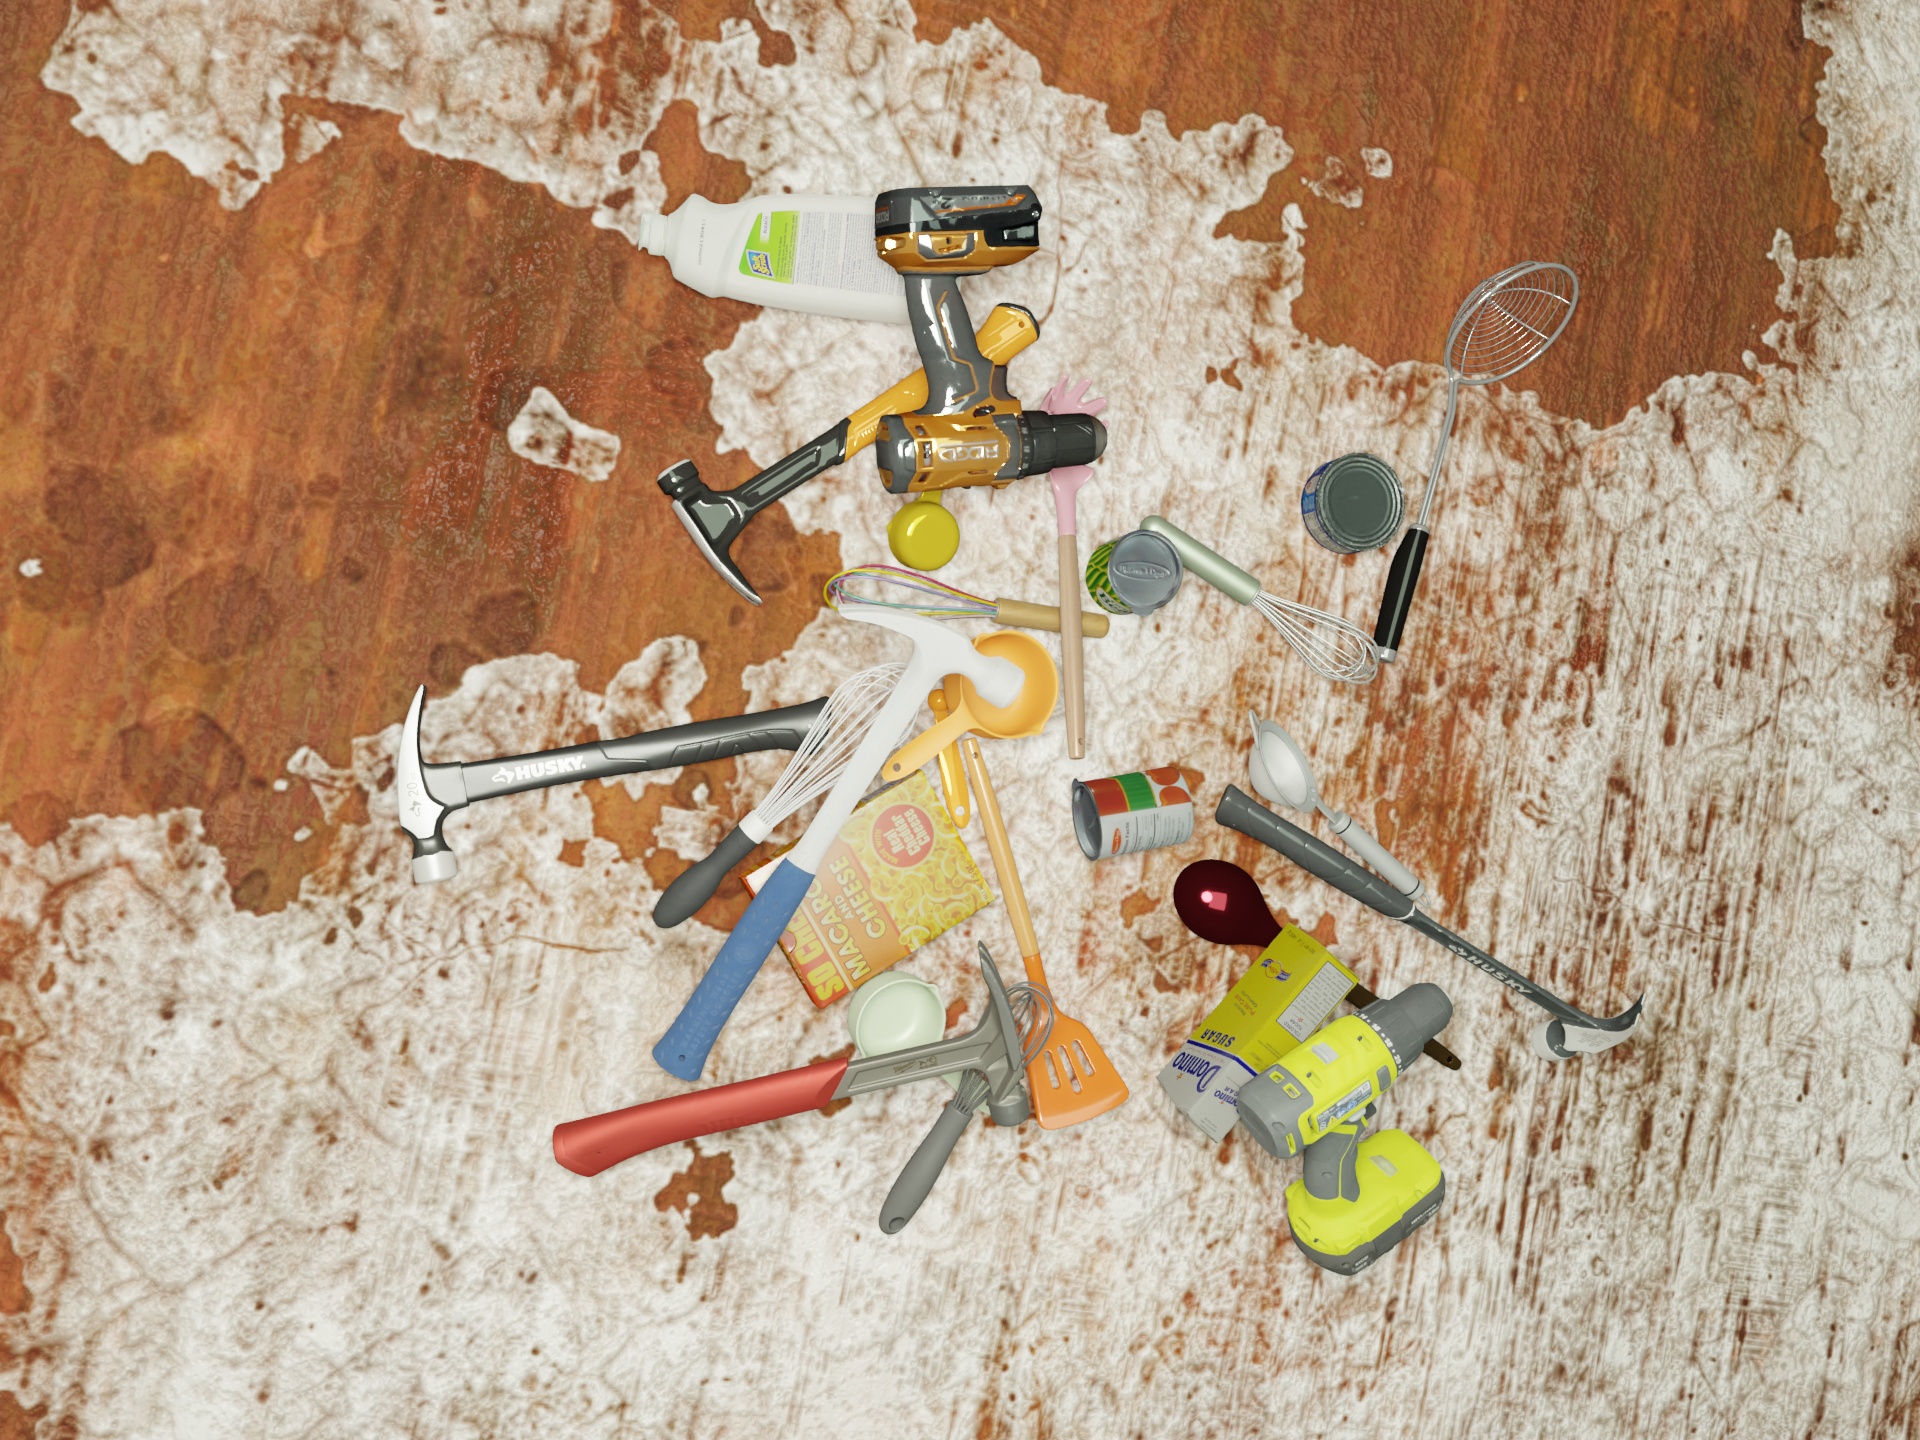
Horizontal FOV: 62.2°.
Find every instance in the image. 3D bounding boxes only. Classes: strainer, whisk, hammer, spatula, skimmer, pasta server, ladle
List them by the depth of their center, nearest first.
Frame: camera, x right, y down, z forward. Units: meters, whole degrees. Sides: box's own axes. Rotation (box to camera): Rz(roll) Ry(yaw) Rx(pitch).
[{"bbox_3d":[-0.119,0.097,1.195,0.144,0.035,0.405,31,101,-12],"label":"hammer"},{"bbox_3d":[-0.132,0.274,1.204,0.359,0.037,0.149,-13,110,0],"label":"hammer"},{"bbox_3d":[-0.262,0.022,1.227,0.334,0.035,0.146,-10,92,-15],"label":"hammer"},{"bbox_3d":[-0.136,0.059,1.229,0.284,0.070,0.070,-44,99,3],"label":"whisk"},{"bbox_3d":[0.002,0.311,1.268,0.055,0.055,0.239,30,96,-12],"label":"whisk"},{"bbox_3d":[-0.071,-0.231,1.282,0.337,0.034,0.127,-35,97,-13],"label":"hammer"},{"bbox_3d":[0.092,-0.126,1.298,0.060,0.040,0.316,4,78,-29],"label":"pasta server"},{"bbox_3d":[0.006,-0.092,1.301,0.245,0.051,0.047,7,108,-18],"label":"whisk"},{"bbox_3d":[0.054,0.169,1.302,0.081,0.041,0.322,-17,92,-13],"label":"spatula"},{"bbox_3d":[0.392,0.171,1.356,0.409,0.149,0.036,32,65,-5],"label":"hammer"},{"bbox_3d":[0.257,-0.105,1.362,0.246,0.057,0.059,32,51,-8],"label":"whisk"},{"bbox_3d":[0.320,0.085,1.374,0.258,0.050,0.087,40,36,-16],"label":"strainer"},{"bbox_3d":[0.316,0.220,1.377,0.315,0.031,0.069,35,83,-13],"label":"ladle"},{"bbox_3d":[0.443,-0.221,1.386,0.127,0.090,0.363,20,86,-48],"label":"skimmer"}]

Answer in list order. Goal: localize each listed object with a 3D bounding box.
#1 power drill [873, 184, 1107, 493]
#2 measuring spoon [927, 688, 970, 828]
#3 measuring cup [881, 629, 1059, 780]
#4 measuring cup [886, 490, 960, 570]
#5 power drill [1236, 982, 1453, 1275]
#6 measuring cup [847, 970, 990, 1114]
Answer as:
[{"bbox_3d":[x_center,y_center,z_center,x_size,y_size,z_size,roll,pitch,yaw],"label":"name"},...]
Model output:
[{"bbox_3d":[0.023,-0.292,1.228,0.185,0.084,0.226,-7,105,-17],"label":"power drill"},{"bbox_3d":[-0.008,0.031,1.304,0.021,0.011,0.117,-11,91,-14],"label":"measuring spoon"},{"bbox_3d":[-0.002,-0.004,1.277,0.173,0.052,0.095,-36,102,-19],"label":"measuring cup"},{"bbox_3d":[-0.014,-0.195,1.278,0.062,0.029,0.156,11,102,-27],"label":"measuring cup"},{"bbox_3d":[0.329,0.328,1.295,0.190,0.080,0.228,-30,127,-15],"label":"power drill"},{"bbox_3d":[-0.025,0.266,1.288,0.083,0.038,0.167,-48,117,-8],"label":"measuring cup"}]
